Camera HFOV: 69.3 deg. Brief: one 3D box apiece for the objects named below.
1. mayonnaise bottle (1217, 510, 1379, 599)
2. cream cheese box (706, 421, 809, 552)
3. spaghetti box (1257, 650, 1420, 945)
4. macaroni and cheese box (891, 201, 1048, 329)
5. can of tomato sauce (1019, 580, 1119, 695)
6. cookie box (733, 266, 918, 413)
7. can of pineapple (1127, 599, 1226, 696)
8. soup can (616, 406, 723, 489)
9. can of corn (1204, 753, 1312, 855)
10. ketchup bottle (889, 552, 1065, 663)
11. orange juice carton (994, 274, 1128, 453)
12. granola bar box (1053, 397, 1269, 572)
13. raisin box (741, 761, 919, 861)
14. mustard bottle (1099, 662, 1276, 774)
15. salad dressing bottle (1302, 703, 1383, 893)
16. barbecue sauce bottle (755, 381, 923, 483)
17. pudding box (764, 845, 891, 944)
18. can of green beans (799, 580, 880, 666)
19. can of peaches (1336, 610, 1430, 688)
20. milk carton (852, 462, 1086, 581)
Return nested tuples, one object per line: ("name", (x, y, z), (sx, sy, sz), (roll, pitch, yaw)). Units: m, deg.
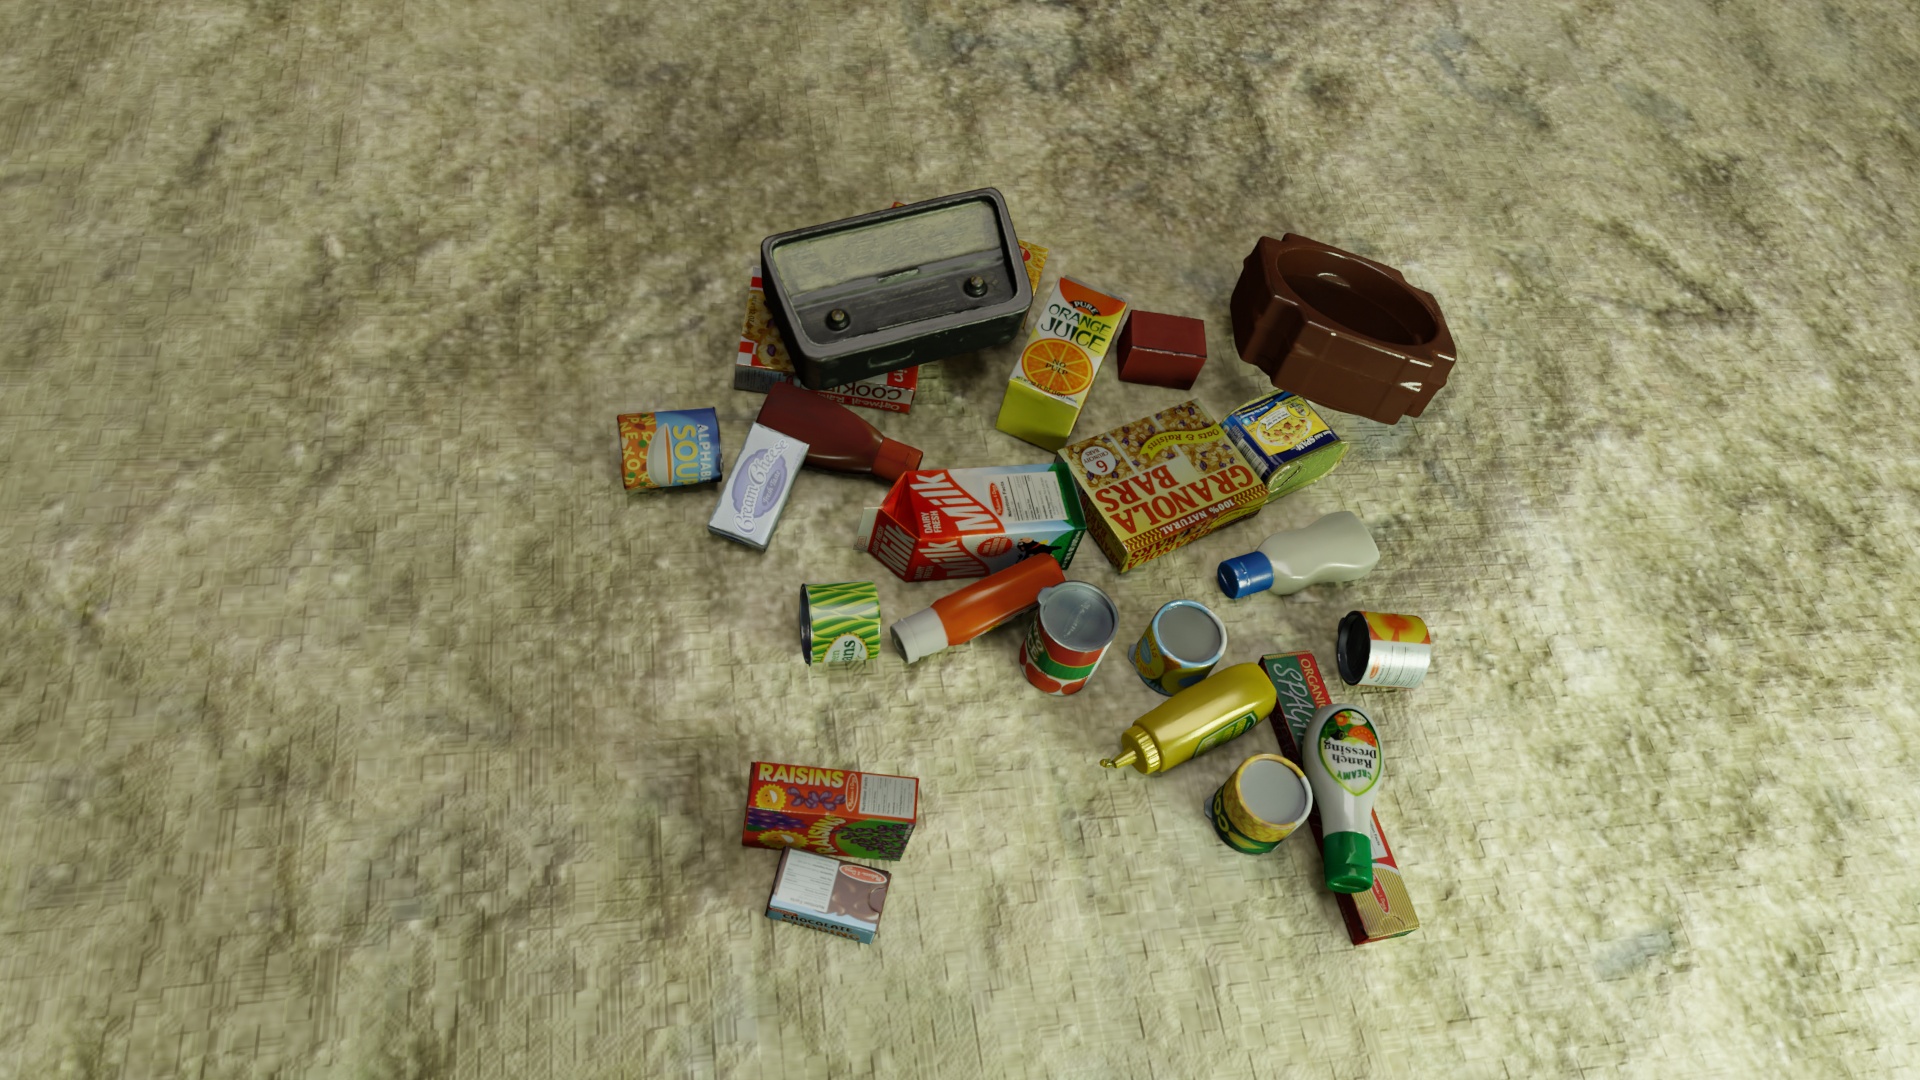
("mayonnaise bottle", (0.307, 0.018, 1.271), (0.148, 0.041, 0.065), (-15, 60, -19))
("cream cheese box", (-0.174, -0.046, 1.202), (0.053, 0.024, 0.104), (21, 74, 1))
("spaghetti box", (0.308, 0.208, 1.154), (0.050, 0.028, 0.251), (-6, 59, -15))
("macaroni and cheese box", (-0.003, -0.276, 1.374), (0.166, 0.040, 0.124), (18, 34, 0))
("can of tomato sauce", (0.087, 0.082, 1.156), (0.071, 0.082, 0.071), (6, 56, -8))
("cookie box", (-0.122, -0.190, 1.316), (0.167, 0.040, 0.123), (8, 56, -7))
("can of pineapple", (0.186, 0.092, 1.186), (0.071, 0.057, 0.071), (5, 57, -8))
("soup can", (-0.250, -0.078, 1.198), (0.084, 0.071, 0.071), (-6, 59, -15))
("can of corn", (0.240, 0.212, 1.118), (0.071, 0.058, 0.071), (6, 56, -9))
("ketchup bottle", (0.014, 0.058, 1.172), (0.149, 0.064, 0.043), (-23, 89, -15))
("orange juice carton", (0.103, -0.183, 1.340), (0.072, 0.072, 0.194), (23, 55, 4))
("granola bar box", (0.185, -0.053, 1.292), (0.166, 0.038, 0.124), (-21, 63, -24))
("raisin box", (-0.098, 0.202, 1.036), (0.123, 0.085, 0.040), (7, 58, -7))
("mustard bottle", (0.184, 0.155, 1.144), (0.161, 0.065, 0.049), (-24, 60, -18))
("salad dressing bottle", (0.307, 0.205, 1.110), (0.064, 0.043, 0.148), (10, 57, -5))
("barbecue sauce bottle", (-0.108, -0.090, 1.250), (0.148, 0.043, 0.065), (21, 70, 1))
("pudding box", (-0.098, 0.263, 1.030), (0.084, 0.030, 0.050), (15, 54, -2))
("can of green beans", (-0.099, 0.066, 1.137), (0.058, 0.071, 0.071), (-2, 58, -14))
("can of peaches", (0.370, 0.095, 1.220), (0.058, 0.071, 0.071), (5, 57, -9))
("milk carton", (0.004, -0.015, 1.209), (0.191, 0.072, 0.074), (-4, 58, -16))
